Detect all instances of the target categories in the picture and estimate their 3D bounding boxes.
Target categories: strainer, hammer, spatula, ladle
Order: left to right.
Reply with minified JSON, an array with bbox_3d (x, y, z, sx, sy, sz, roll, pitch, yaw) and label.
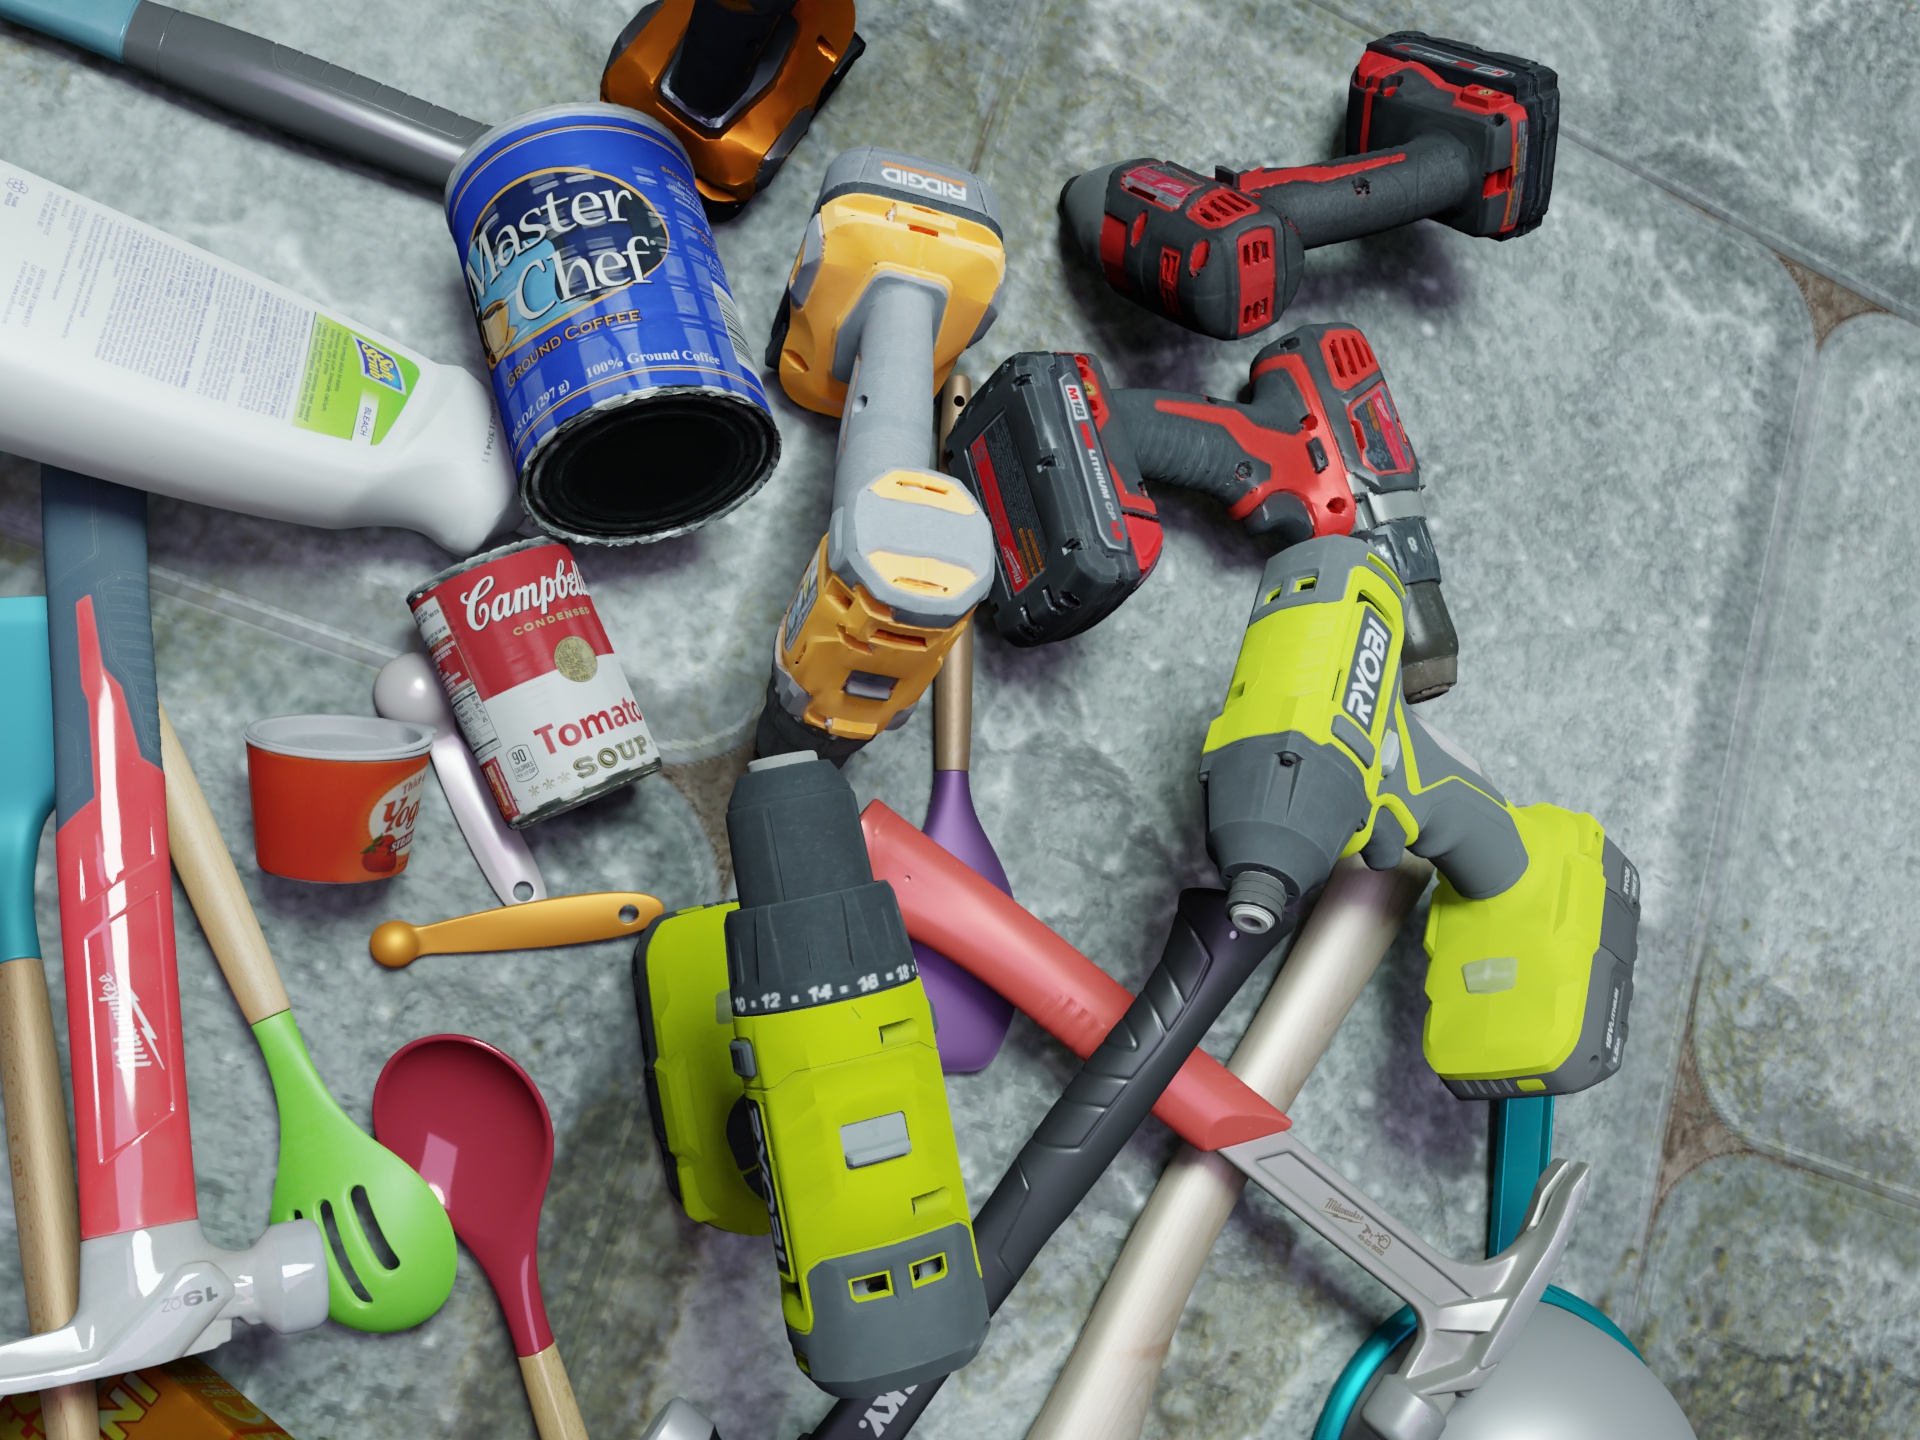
[{"bbox_3d":[-0.335,0.109,0.562,0.082,0.044,0.318,-10,72,-25],"label":"spatula"},{"bbox_3d":[-0.319,0.030,0.564,0.143,0.038,0.386,-3,73,-31],"label":"hammer"},{"bbox_3d":[-0.321,-0.276,0.646,0.331,0.033,0.128,17,77,-15],"label":"hammer"},{"bbox_3d":[-0.158,0.271,0.624,0.069,0.031,0.315,-17,90,6],"label":"ladle"},{"bbox_3d":[-0.001,-0.002,0.719,0.059,0.018,0.316,2,83,-15],"label":"spatula"},{"bbox_3d":[0.026,0.206,0.639,0.146,0.035,0.335,37,87,0],"label":"hammer"},{"bbox_3d":[0.100,0.149,0.687,0.359,0.036,0.149,39,75,-2],"label":"hammer"},{"bbox_3d":[0.122,0.173,0.725,0.146,0.038,0.411,36,74,-9],"label":"hammer"},{"bbox_3d":[0.275,0.305,0.724,0.211,0.095,0.340,9,81,-16],"label":"strainer"}]

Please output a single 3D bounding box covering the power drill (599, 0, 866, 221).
[{"bbox_3d":[-0.067,-0.311,0.630,0.084,0.226,0.164,35,73,-11],"label":"power drill"}]

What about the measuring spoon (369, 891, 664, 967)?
[{"bbox_3d":[-0.179,0.085,0.647,0.117,0.011,0.021,-6,103,-15],"label":"measuring spoon"}]

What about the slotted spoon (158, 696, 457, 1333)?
[{"bbox_3d":[-0.277,0.091,0.609,0.070,0.031,0.314,-25,87,8],"label":"slotted spoon"}]

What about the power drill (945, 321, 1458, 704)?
[{"bbox_3d":[0.123,-0.087,0.723,0.226,0.080,0.188,-9,76,-29],"label":"power drill"}]

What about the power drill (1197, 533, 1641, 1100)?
[{"bbox_3d":[0.185,0.055,0.651,0.223,0.080,0.171,41,52,-26],"label":"power drill"}]

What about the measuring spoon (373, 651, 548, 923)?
[{"bbox_3d":[-0.200,0.028,0.650,0.034,0.018,0.124,-28,93,-20],"label":"measuring spoon"}]

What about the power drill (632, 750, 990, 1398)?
[{"bbox_3d":[-0.063,0.115,0.570,0.080,0.228,0.190,-10,86,-19],"label":"power drill"}]

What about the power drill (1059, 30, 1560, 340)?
[{"bbox_3d":[0.159,-0.253,0.753,0.219,0.143,0.078,-25,131,-19],"label":"power drill"}]

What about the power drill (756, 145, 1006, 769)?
[{"bbox_3d":[-0.041,-0.095,0.659,0.084,0.185,0.226,10,60,-17],"label":"power drill"}]
